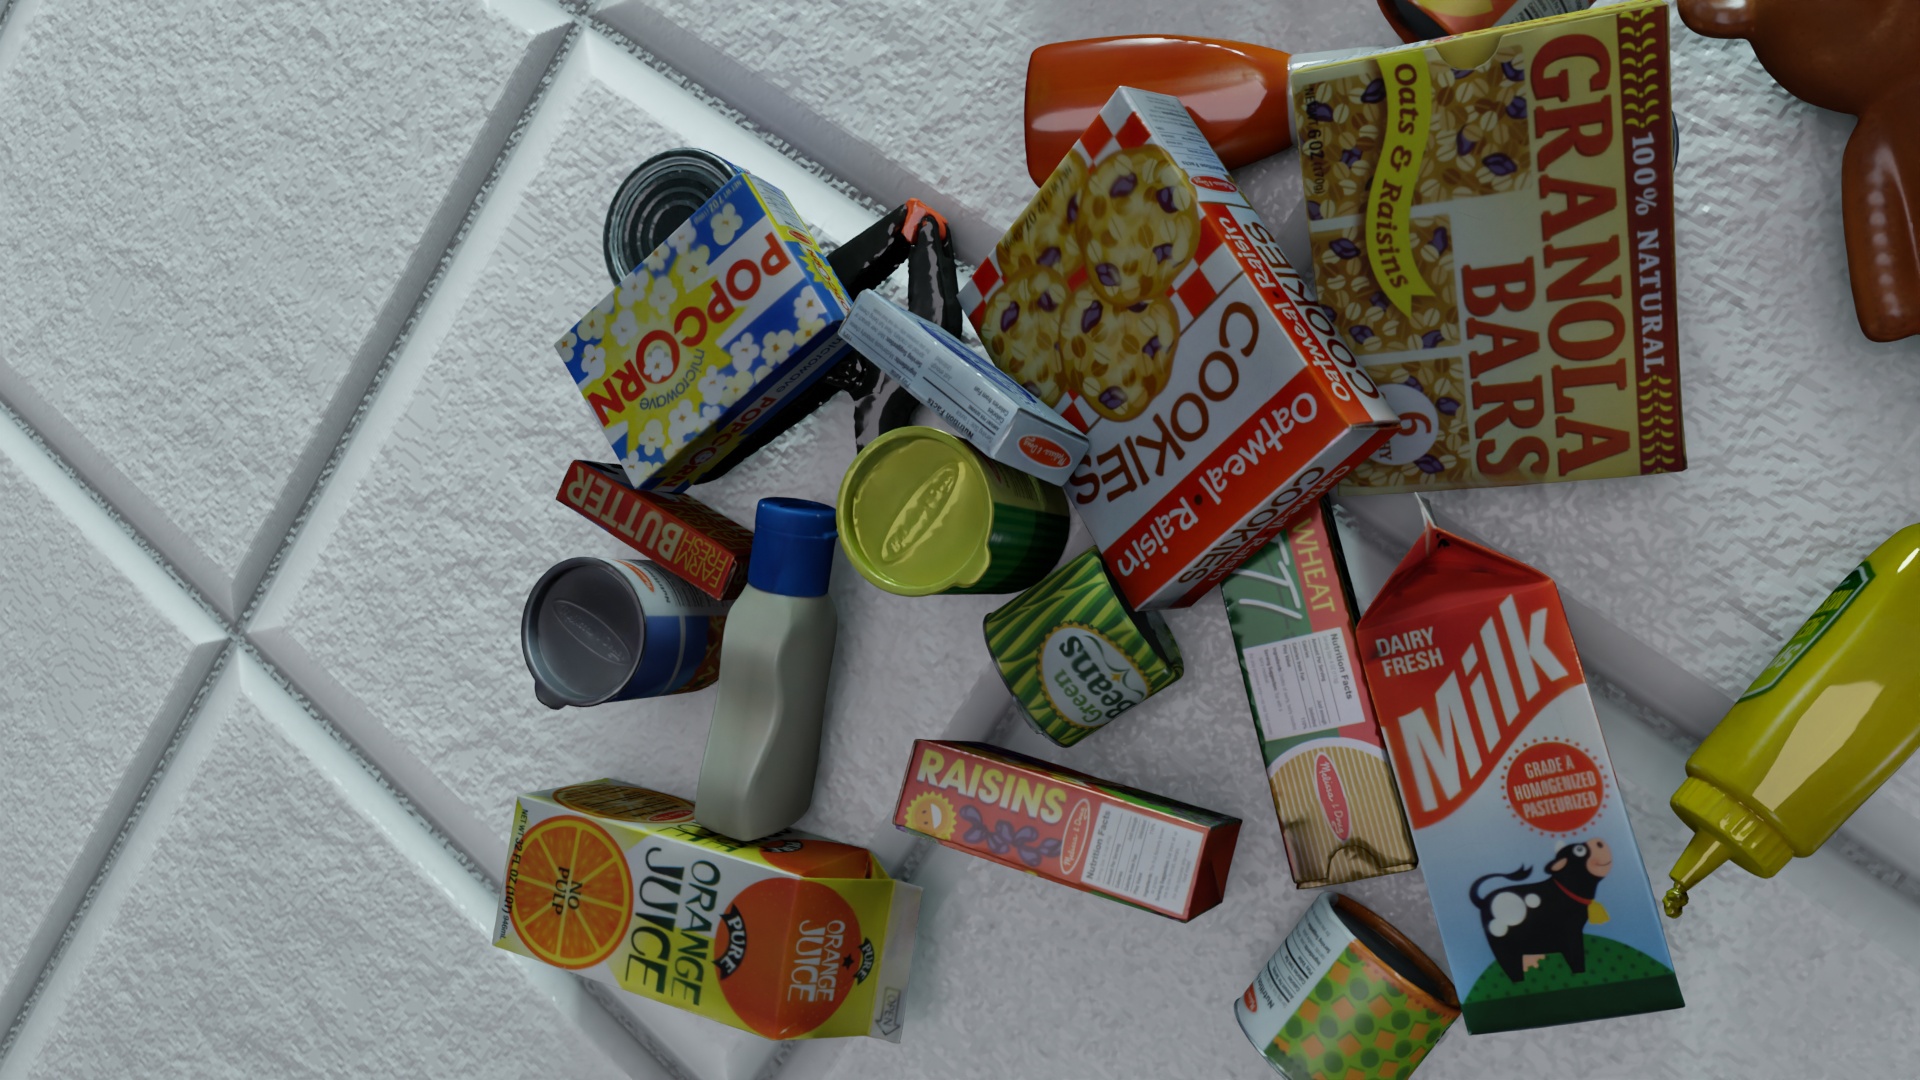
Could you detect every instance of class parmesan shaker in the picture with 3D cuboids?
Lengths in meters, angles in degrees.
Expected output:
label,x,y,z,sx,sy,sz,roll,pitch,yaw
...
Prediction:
label,x,y,z,sx,sy,sz,roll,pitch,yaw
parmesan shaker,0.002,-0.007,0.582,0.071,0.103,0.071,-1,87,22

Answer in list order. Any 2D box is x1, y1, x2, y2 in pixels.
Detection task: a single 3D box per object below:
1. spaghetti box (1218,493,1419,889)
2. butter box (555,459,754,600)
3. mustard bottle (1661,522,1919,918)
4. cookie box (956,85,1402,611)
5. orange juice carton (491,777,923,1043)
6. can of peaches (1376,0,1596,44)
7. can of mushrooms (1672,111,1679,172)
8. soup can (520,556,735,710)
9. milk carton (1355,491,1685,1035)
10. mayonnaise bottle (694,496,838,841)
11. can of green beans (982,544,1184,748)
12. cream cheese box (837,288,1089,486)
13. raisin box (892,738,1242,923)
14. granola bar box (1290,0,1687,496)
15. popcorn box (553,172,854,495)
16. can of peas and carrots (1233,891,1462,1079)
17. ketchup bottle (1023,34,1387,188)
label,x,y,z,sx,sy,sz,roll,pitch,yaw
spaghetti box,0.133,0.013,0.570,0.050,0.029,0.250,-15,82,20
butter box,-0.136,-0.006,0.661,0.103,0.053,0.024,29,100,20
mustard bottle,0.293,0.066,0.476,0.049,0.065,0.160,42,90,21
cookie box,0.079,-0.074,0.553,0.122,0.040,0.168,-47,62,40
orange juice carton,-0.109,0.167,0.631,0.193,0.073,0.071,10,91,21
can of peaches,0.203,-0.214,0.537,0.058,0.071,0.071,-46,73,14
can of mushrooms,0.236,-0.146,0.537,0.071,0.033,0.071,-1,88,21
soup can,-0.153,0.044,0.649,0.071,0.084,0.071,-1,87,21
milk carton,0.200,0.075,0.518,0.073,0.072,0.190,-17,81,20
mayonnaise bottle,-0.083,0.056,0.623,0.041,0.065,0.147,13,100,22
can of green beans,0.052,0.044,0.580,0.057,0.071,0.071,-34,76,16
cream cheese box,0.000,-0.063,0.564,0.104,0.053,0.024,41,103,35
raisin box,0.045,0.116,0.568,0.123,0.086,0.040,14,87,21
granola bar box,0.195,-0.102,0.514,0.124,0.039,0.165,-4,108,22
popcorn box,-0.113,-0.091,0.626,0.126,0.038,0.085,-37,76,19
can of peas and carrots,0.151,0.180,0.536,0.071,0.071,0.058,37,100,18
ketchup bottle,0.102,-0.182,0.584,0.149,0.043,0.064,2,91,21
